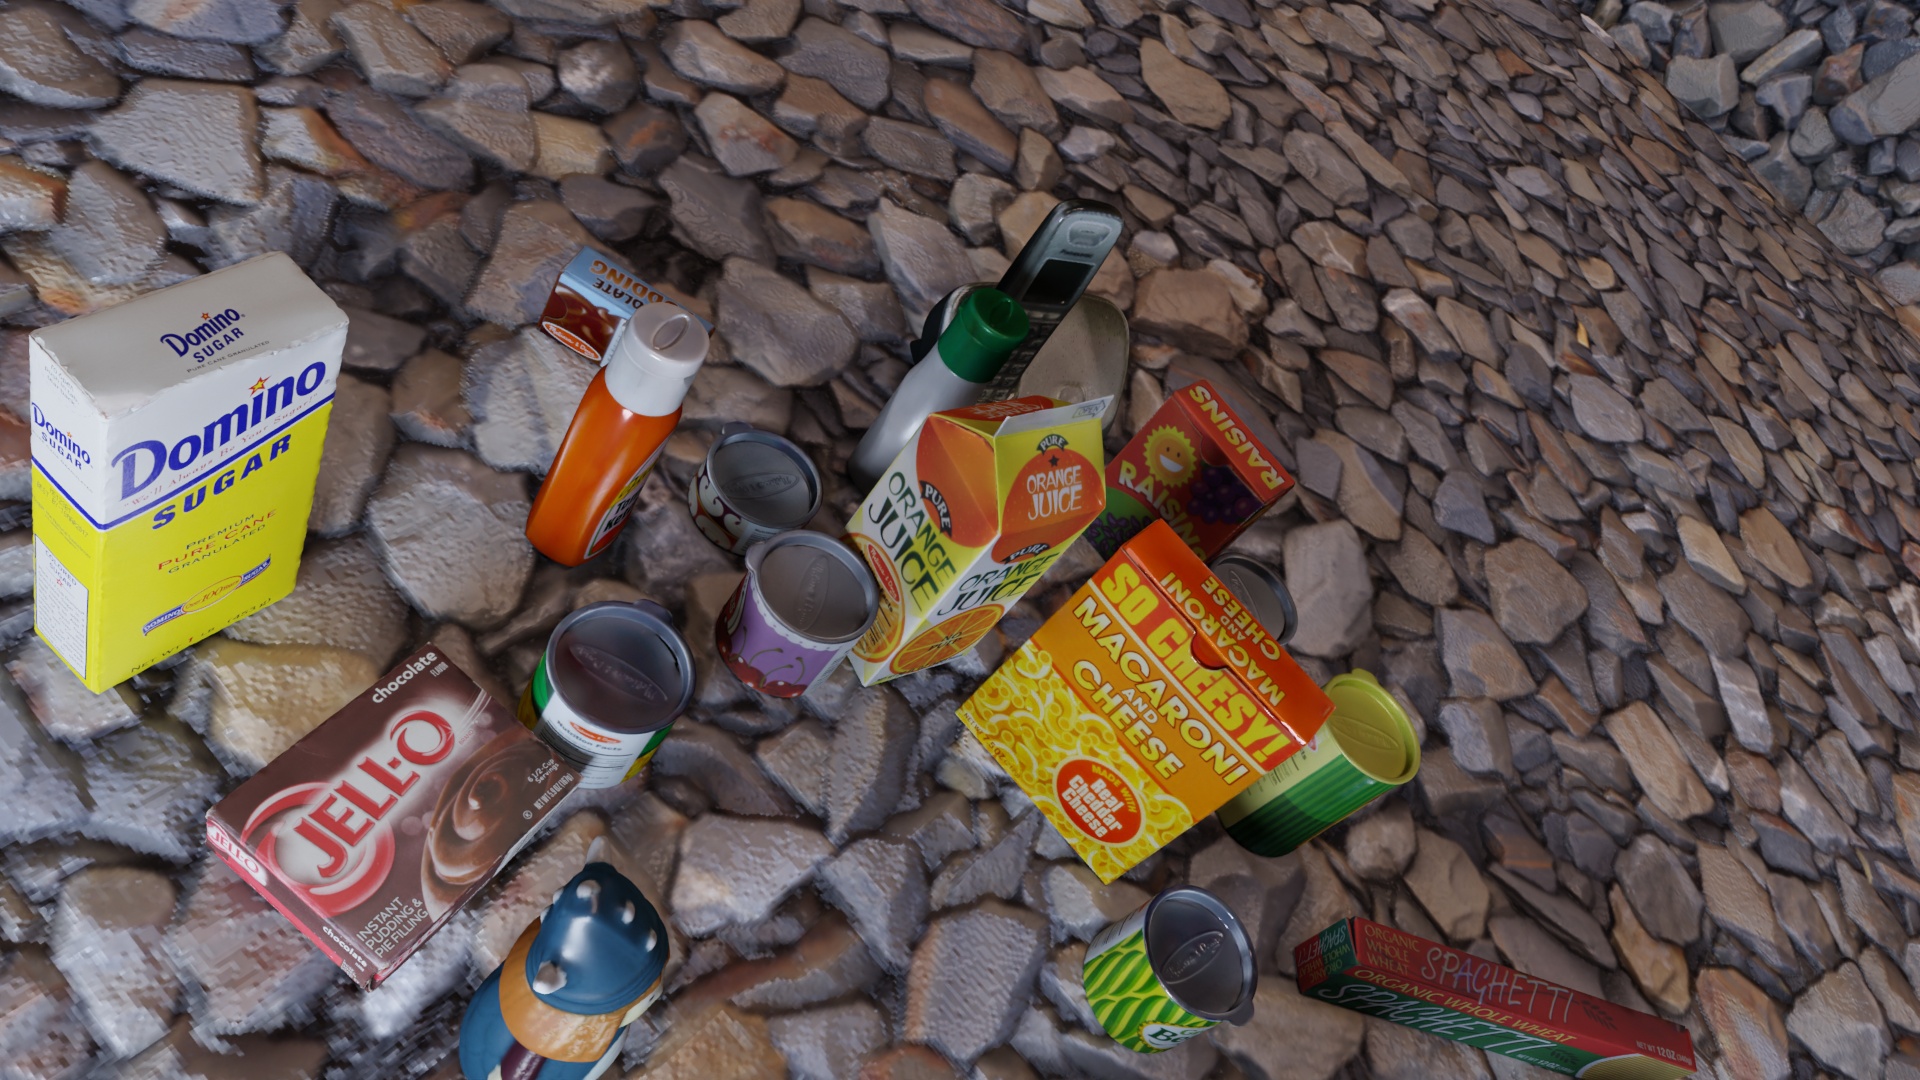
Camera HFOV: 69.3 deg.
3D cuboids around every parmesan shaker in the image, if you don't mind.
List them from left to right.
[{"bbox_3d":[0.198,0.126,0.782,0.071,0.102,0.072,18,48,-21],"label":"parmesan shaker"}]

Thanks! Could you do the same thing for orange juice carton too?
[{"bbox_3d":[0.002,-0.009,0.696,0.072,0.191,0.073,-13,65,-40],"label":"orange juice carton"}]

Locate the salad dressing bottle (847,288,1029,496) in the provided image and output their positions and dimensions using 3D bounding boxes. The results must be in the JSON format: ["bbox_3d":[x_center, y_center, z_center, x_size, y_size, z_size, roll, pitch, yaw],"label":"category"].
[{"bbox_3d":[-0.013,-0.078,0.773,0.044,0.147,0.064,35,44,-5],"label":"salad dressing bottle"}]

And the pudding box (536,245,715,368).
[{"bbox_3d":[-0.183,-0.117,0.761,0.084,0.049,0.030,31,45,-9],"label":"pudding box"}]

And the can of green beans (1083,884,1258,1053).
[{"bbox_3d":[0.102,0.212,0.683,0.071,0.057,0.071,18,48,-21],"label":"can of green beans"}]

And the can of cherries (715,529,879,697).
[{"bbox_3d":[-0.085,0.036,0.698,0.071,0.058,0.072,18,48,-21],"label":"can of cherries"}]

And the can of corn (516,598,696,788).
[{"bbox_3d":[-0.159,0.068,0.624,0.071,0.058,0.071,18,48,-21],"label":"can of corn"}]

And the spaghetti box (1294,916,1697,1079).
[{"bbox_3d":[0.302,0.264,0.780,0.250,0.050,0.029,21,47,-18],"label":"spaghetti box"}]

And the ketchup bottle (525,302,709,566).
[{"bbox_3d":[-0.160,-0.050,0.652,0.043,0.148,0.065,34,44,-6],"label":"ketchup bottle"}]

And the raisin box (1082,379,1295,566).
[{"bbox_3d":[0.131,-0.026,0.844,0.040,0.122,0.086,-26,73,-43],"label":"raisin box"}]

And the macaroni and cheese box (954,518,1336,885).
[{"bbox_3d":[0.086,0.086,0.694,0.124,0.165,0.040,48,45,8],"label":"macaroni and cheese box"}]

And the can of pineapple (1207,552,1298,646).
[{"bbox_3d":[0.161,0.049,0.851,0.071,0.057,0.071,18,48,-21],"label":"can of pineapple"}]

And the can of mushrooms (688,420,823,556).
[{"bbox_3d":[-0.111,-0.027,0.749,0.071,0.033,0.071,18,48,-21],"label":"can of mushrooms"}]
